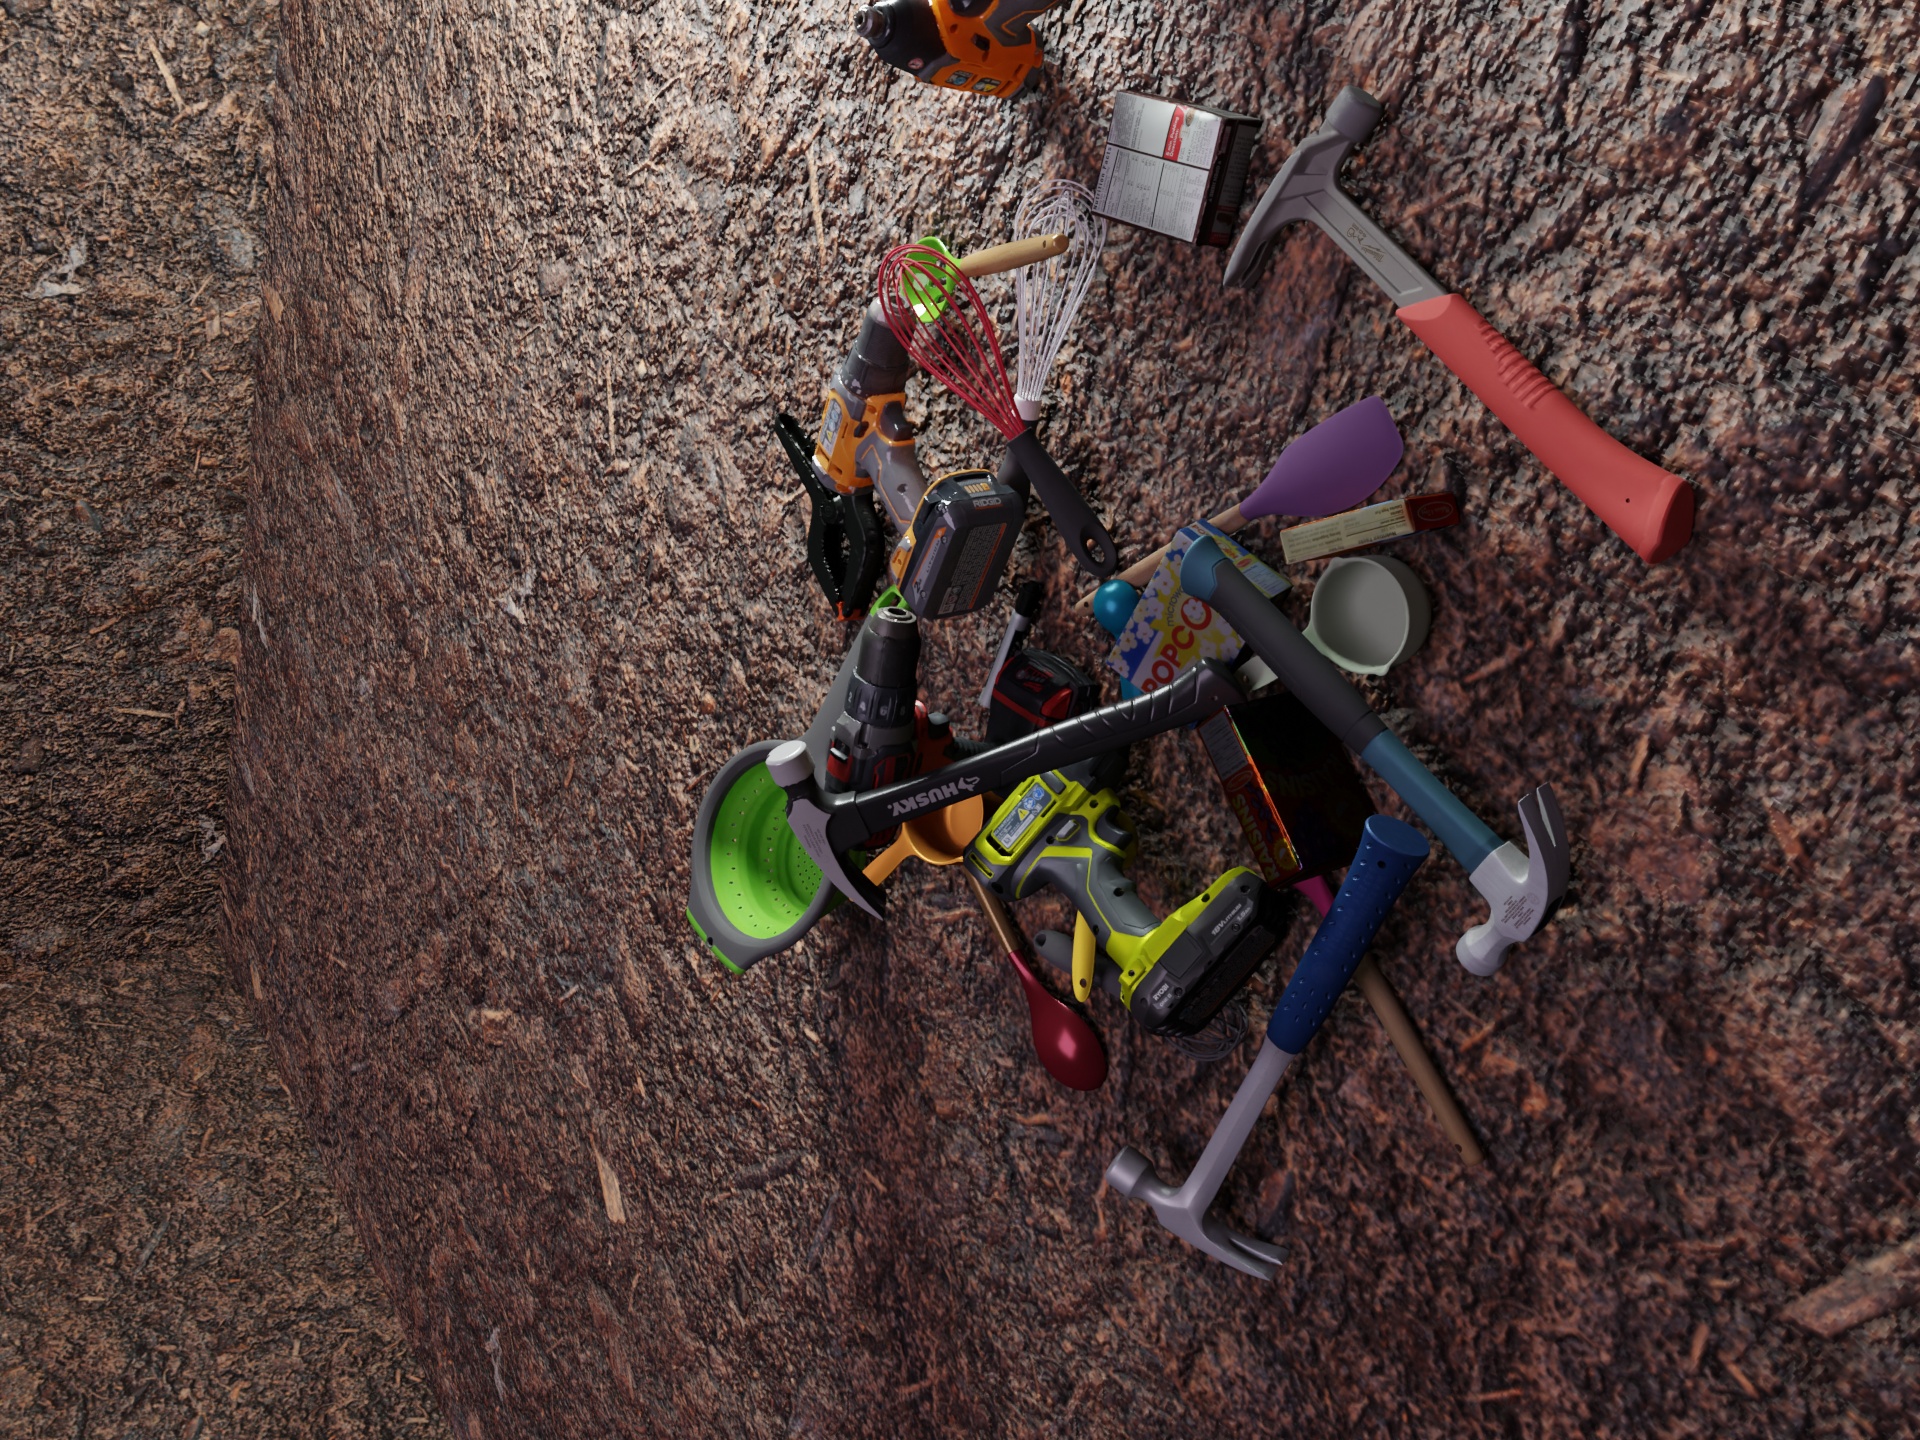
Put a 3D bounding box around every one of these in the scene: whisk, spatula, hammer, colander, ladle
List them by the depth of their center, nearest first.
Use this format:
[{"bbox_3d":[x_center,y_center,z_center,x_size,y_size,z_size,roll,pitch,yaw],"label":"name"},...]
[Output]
[{"bbox_3d":[0.302,-0.223,0.970,0.359,0.036,0.149,57,135,27],"label":"hammer"},{"bbox_3d":[0.256,0.005,1.024,0.331,0.033,0.128,50,142,22],"label":"hammer"},{"bbox_3d":[0.224,0.232,1.096,0.144,0.035,0.405,33,127,20],"label":"hammer"},{"bbox_3d":[0.041,0.034,1.130,0.035,0.335,0.146,-88,-23,-66],"label":"hammer"},{"bbox_3d":[0.188,-0.137,1.138,0.316,0.018,0.060,-28,83,48],"label":"spatula"},{"bbox_3d":[0.033,-0.233,1.212,0.073,0.073,0.296,-27,100,49],"label":"whisk"},{"bbox_3d":[0.057,-0.277,1.243,0.070,0.070,0.284,38,129,40],"label":"whisk"},{"bbox_3d":[0.135,0.207,1.247,0.239,0.055,0.055,20,112,51],"label":"whisk"},{"bbox_3d":[0.037,0.177,1.372,0.069,0.031,0.316,-49,59,41],"label":"ladle"},{"bbox_3d":[-0.120,0.056,1.504,0.205,0.094,0.397,40,108,39],"label":"colander"}]

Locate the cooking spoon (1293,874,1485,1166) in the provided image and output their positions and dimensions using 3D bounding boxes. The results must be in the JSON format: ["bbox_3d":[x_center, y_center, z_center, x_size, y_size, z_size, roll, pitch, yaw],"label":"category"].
[{"bbox_3d":[0.270,0.156,1.094,0.319,0.017,0.068,63,147,21],"label":"cooking spoon"}]

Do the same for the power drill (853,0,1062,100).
[{"bbox_3d":[0.038,-0.532,1.132,0.226,0.164,0.084,-25,77,47],"label":"power drill"}]

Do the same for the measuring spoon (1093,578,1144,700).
[{"bbox_3d":[0.123,-0.043,1.216,0.042,0.021,0.128,4,109,46],"label":"measuring spoon"}]

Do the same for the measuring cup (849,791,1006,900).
[{"bbox_3d":[-0.028,0.107,1.385,0.173,0.052,0.095,-43,60,27],"label":"measuring cup"}]

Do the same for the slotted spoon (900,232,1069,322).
[{"bbox_3d":[0.016,-0.350,1.226,0.314,0.031,0.070,-154,62,-68],"label":"slotted spoon"}]

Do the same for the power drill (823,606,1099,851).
[{"bbox_3d":[-0.002,-0.004,1.225,0.080,0.226,0.187,34,122,42],"label":"power drill"}]

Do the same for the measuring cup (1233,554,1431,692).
[{"bbox_3d":[0.247,-0.055,1.070,0.167,0.038,0.083,-34,74,52],"label":"measuring cup"}]

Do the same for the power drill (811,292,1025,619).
[{"bbox_3d":[-0.038,-0.218,1.296,0.226,0.084,0.185,56,142,30],"label":"power drill"}]

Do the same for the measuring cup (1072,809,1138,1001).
[{"bbox_3d":[0.110,0.144,1.258,0.062,0.029,0.156,9,95,44],"label":"measuring cup"}]

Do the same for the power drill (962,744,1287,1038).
[{"bbox_3d":[0.125,0.109,1.177,0.171,0.080,0.223,-49,57,5],"label":"power drill"}]
